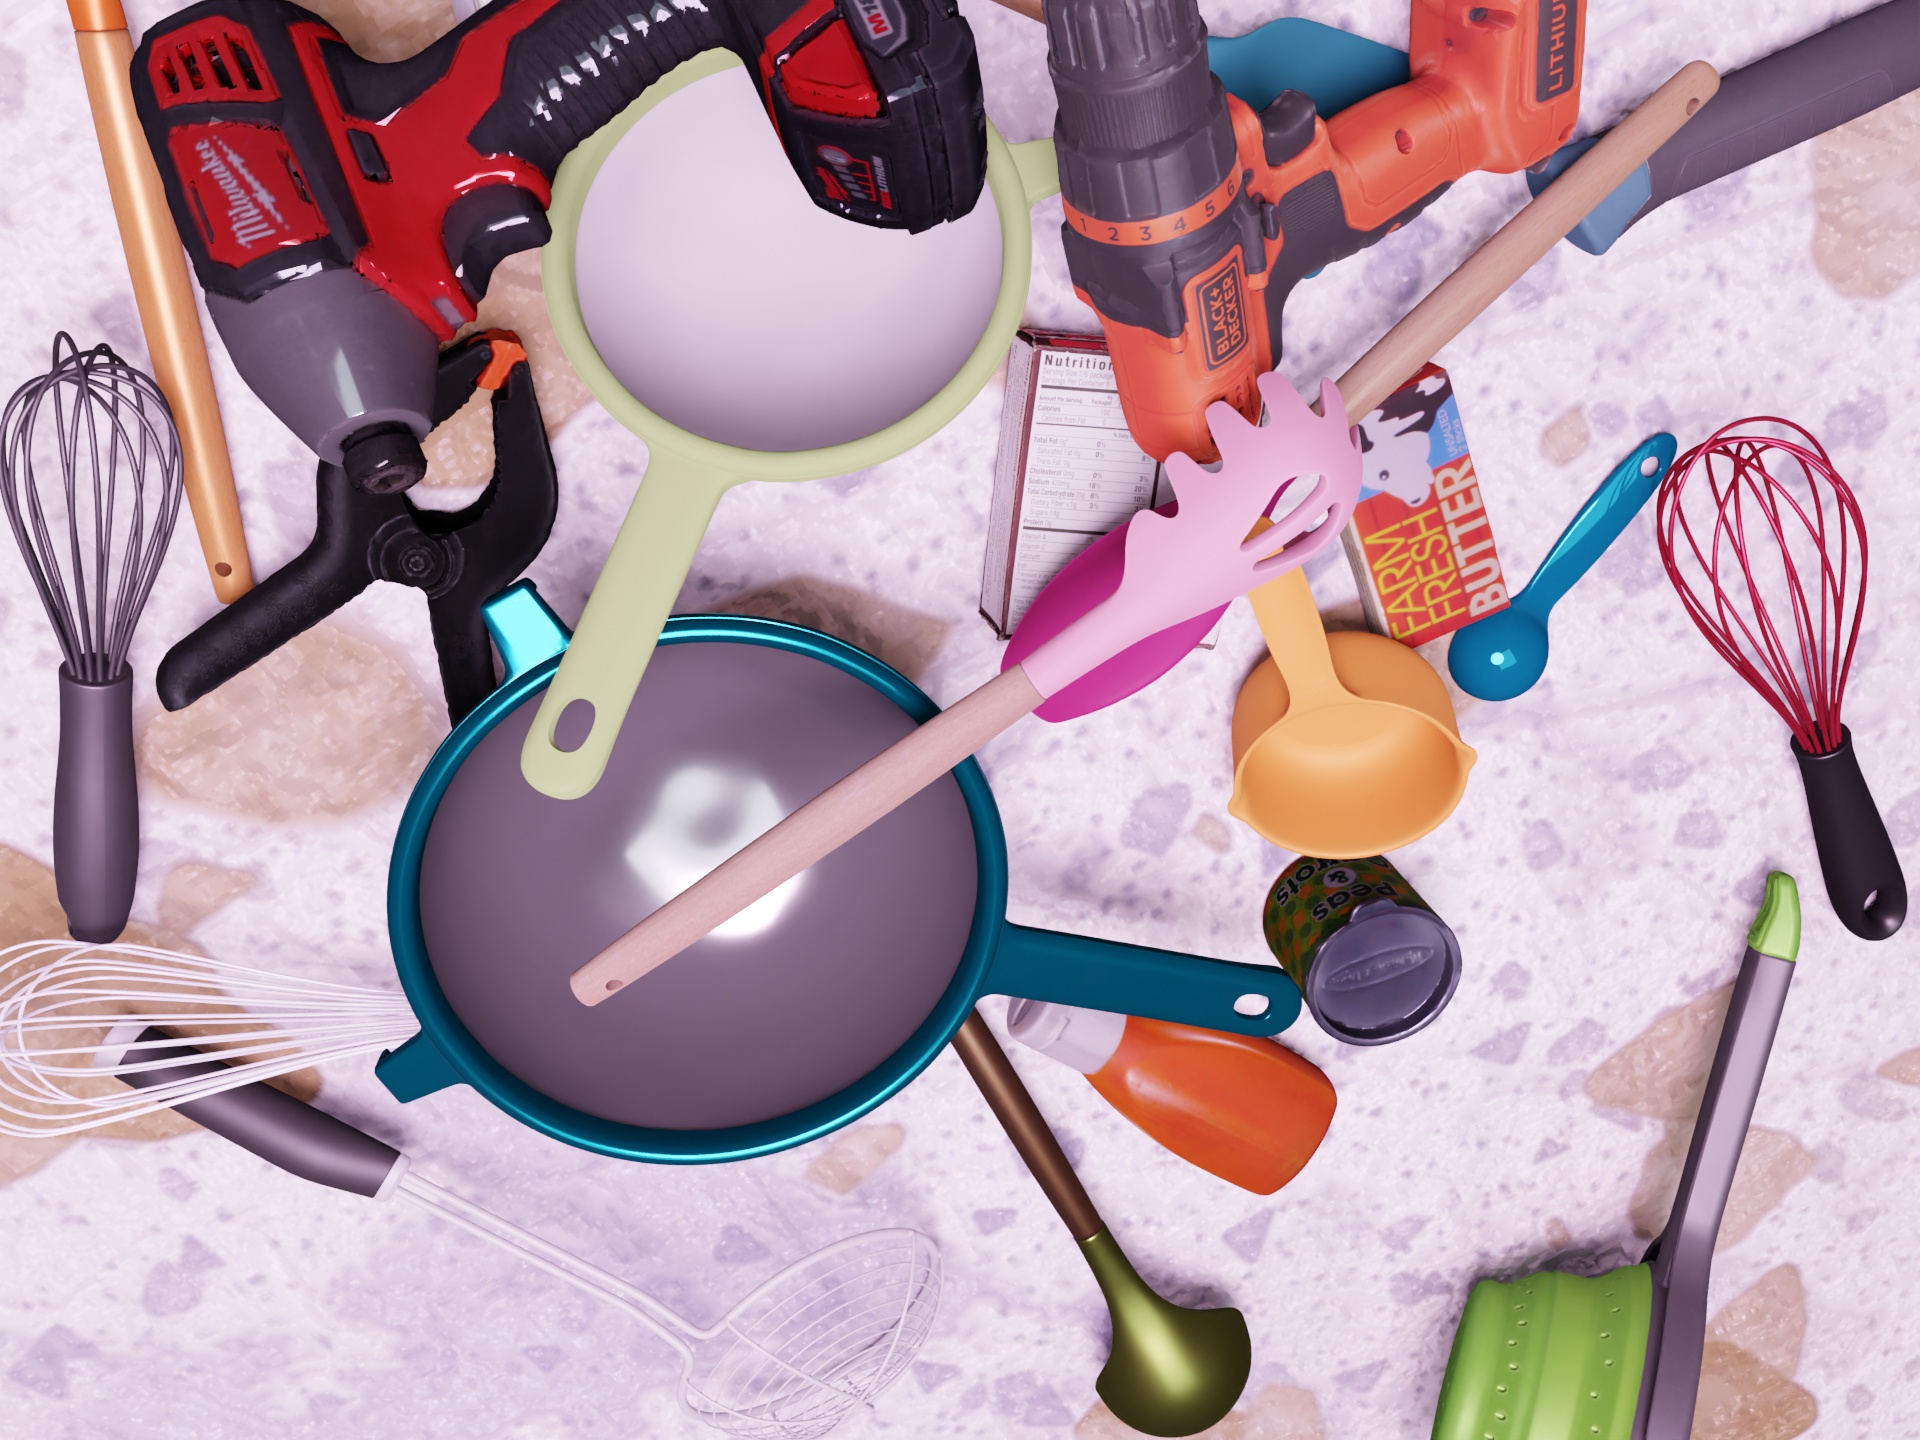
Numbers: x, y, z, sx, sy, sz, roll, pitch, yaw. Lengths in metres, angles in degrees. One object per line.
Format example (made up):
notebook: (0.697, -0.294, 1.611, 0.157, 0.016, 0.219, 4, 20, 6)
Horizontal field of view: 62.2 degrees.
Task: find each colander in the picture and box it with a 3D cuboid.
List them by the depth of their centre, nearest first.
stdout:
colander: (0.293, 0.253, 0.740, 0.094, 0.204, 0.397, 15, 95, 20)

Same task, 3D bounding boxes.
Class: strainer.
strainer: (-0.072, -0.092, 0.506, 0.151, 0.069, 0.256, 21, 82, 4)
strainer: (-0.035, 0.063, 0.603, 0.340, 0.095, 0.211, 13, 108, -18)

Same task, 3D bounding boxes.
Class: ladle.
ladle: (0.042, 0.200, 0.710, 0.078, 0.062, 0.320, -29, 108, 1)

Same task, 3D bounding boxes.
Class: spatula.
spatula: (-0.258, -0.190, 0.497, 0.081, 0.041, 0.322, -4, 117, -7)
spatula: (0.008, -0.244, 0.520, 0.317, 0.044, 0.082, 21, 108, -13)

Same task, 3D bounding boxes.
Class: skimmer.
skimmer: (-0.175, 0.203, 0.674, 0.363, 0.090, 0.127, 30, 111, -10)

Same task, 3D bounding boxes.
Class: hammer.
hammer: (0.362, -0.251, 0.571, 0.331, 0.033, 0.128, -24, 115, 1)

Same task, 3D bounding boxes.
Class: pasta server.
pasta server: (-0.001, -0.002, 0.517, 0.316, 0.040, 0.060, -35, 127, 9)

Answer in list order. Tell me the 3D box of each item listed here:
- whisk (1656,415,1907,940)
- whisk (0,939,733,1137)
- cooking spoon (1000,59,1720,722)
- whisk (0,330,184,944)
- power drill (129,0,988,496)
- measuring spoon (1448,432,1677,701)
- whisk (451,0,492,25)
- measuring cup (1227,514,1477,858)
whisk: (0.354, -0.006, 0.665, 0.073, 0.073, 0.295, -32, 121, 5)
whisk: (-0.226, 0.116, 0.606, 0.284, 0.070, 0.070, 1, 113, -20)
cooking spoon: (0.138, -0.114, 0.559, 0.319, 0.017, 0.068, -42, 129, 6)
whisk: (-0.298, -0.017, 0.544, 0.055, 0.055, 0.238, 9, 119, -14)
power drill: (-0.110, -0.160, 0.447, 0.219, 0.078, 0.143, -23, 80, -1)
measuring spoon: (0.247, -0.059, 0.638, 0.042, 0.021, 0.128, 29, 106, -20)
whisk: (-0.158, -0.296, 0.456, 0.059, 0.058, 0.246, -27, 123, -31)
measuring cup: (0.133, -0.022, 0.597, 0.095, 0.052, 0.173, -15, 129, 19)
